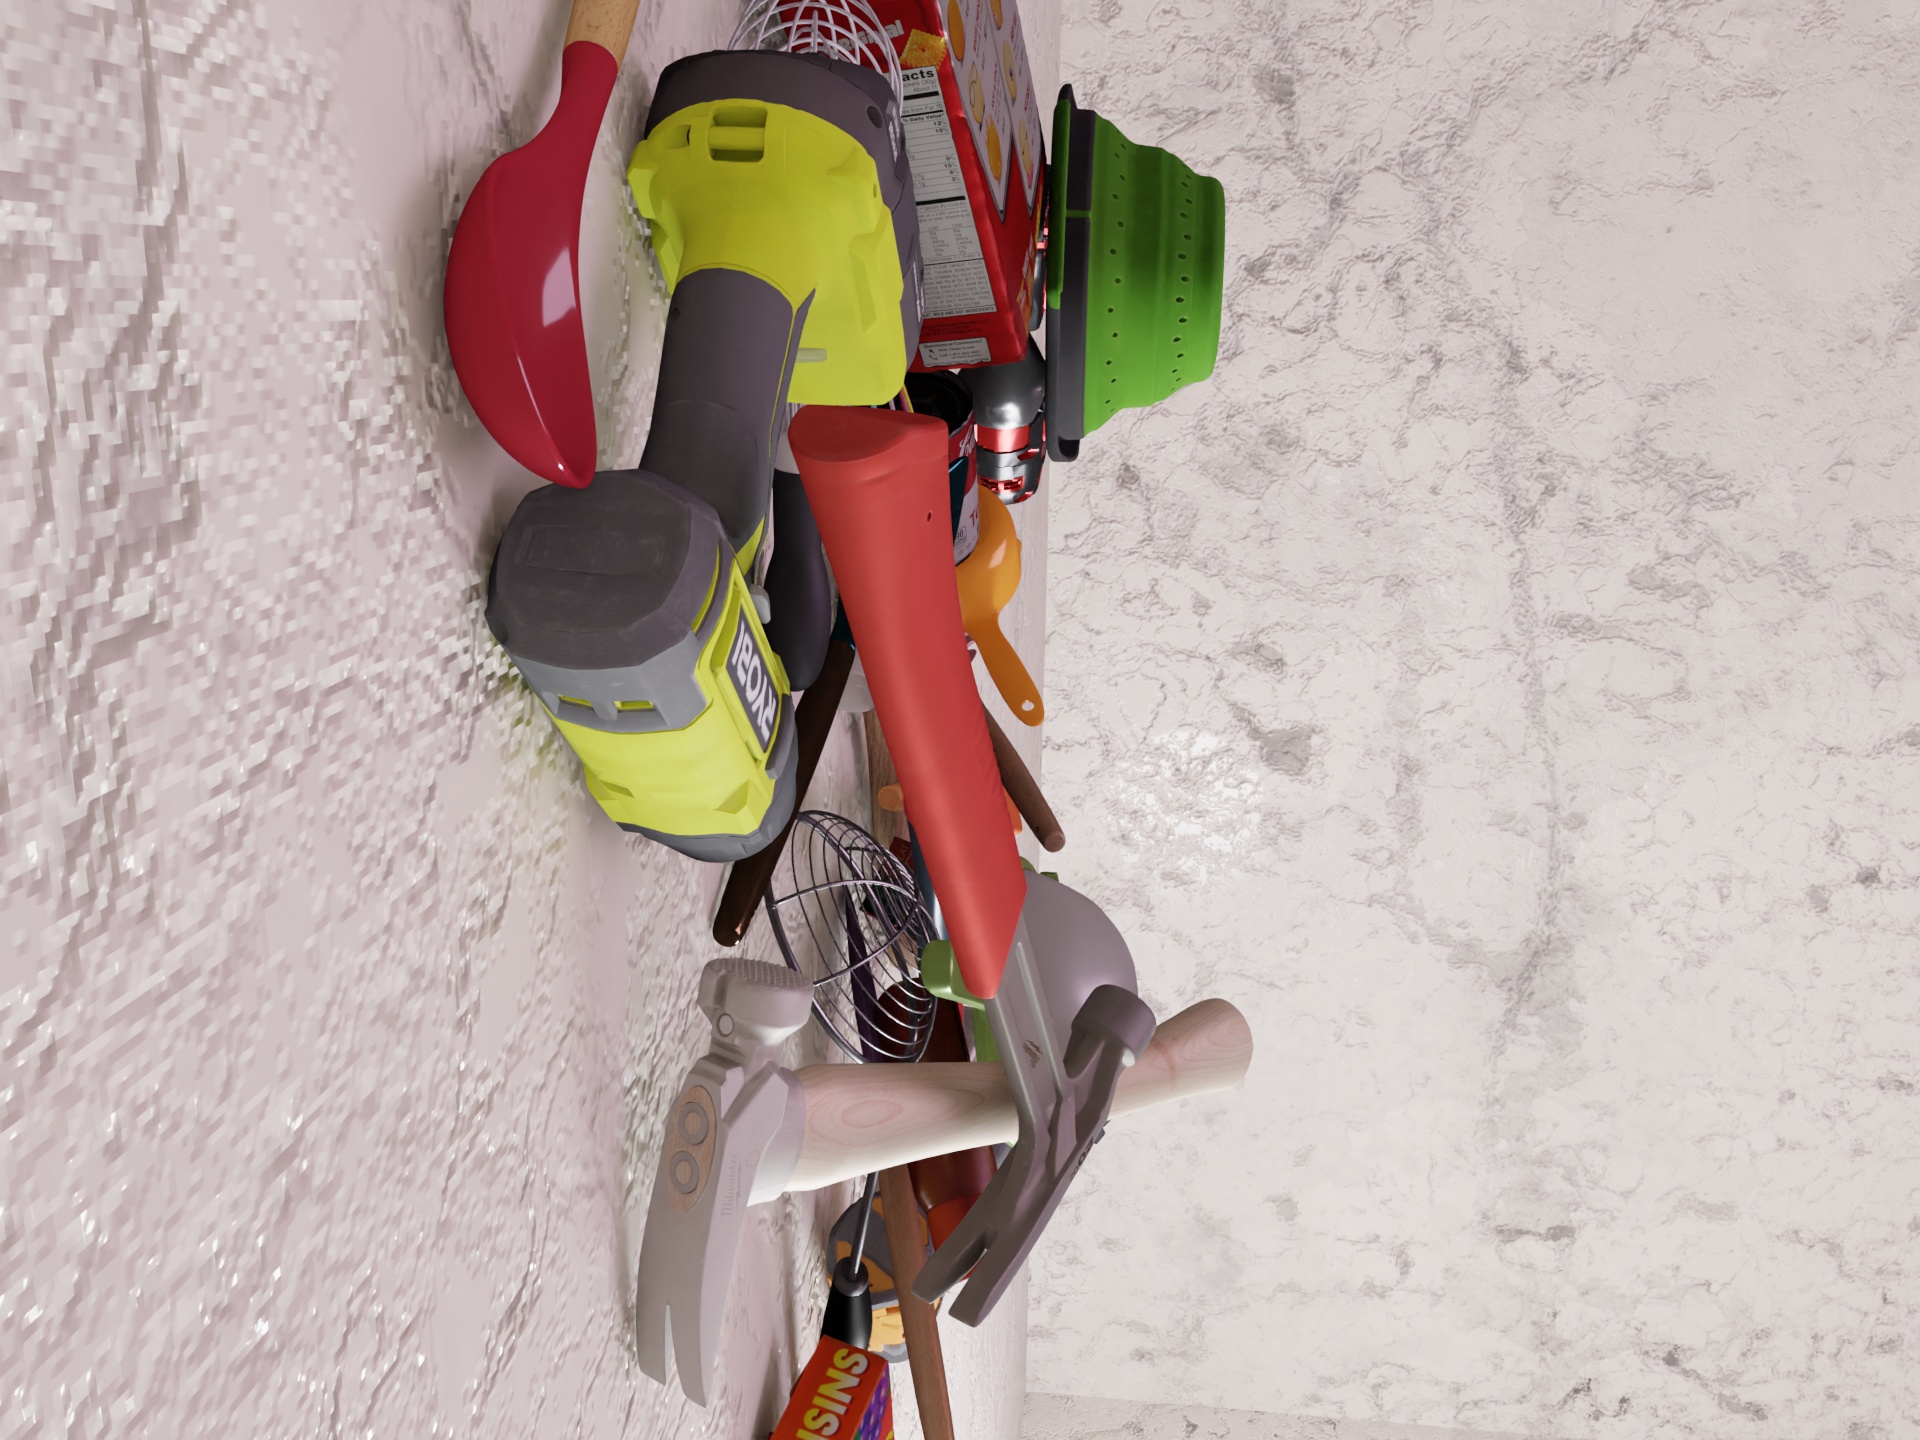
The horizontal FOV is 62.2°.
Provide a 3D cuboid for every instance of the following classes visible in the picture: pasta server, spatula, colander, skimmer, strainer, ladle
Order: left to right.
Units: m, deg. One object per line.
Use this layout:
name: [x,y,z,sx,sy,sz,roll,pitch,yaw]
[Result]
ladle: [-0.094,-0.194,0.424,0.069,0.031,0.316,77,14,-60]
skimmer: [-0.072,0.216,0.769,0.127,0.090,0.363,-81,-178,-66]
spatula: [-0.051,-0.015,0.731,0.318,0.044,0.082,-73,177,-48]
spatula: [-0.036,0.225,0.825,0.059,0.018,0.316,86,-8,-56]
spatula: [-0.007,0.041,0.962,0.322,0.041,0.081,14,57,-82]
pasta server: [0.024,0.006,1.005,0.316,0.040,0.060,-120,-147,-64]
strainer: [0.044,0.131,0.778,0.256,0.069,0.151,45,44,-70]
colander: [0.105,-0.240,0.972,0.397,0.094,0.204,47,46,-83]

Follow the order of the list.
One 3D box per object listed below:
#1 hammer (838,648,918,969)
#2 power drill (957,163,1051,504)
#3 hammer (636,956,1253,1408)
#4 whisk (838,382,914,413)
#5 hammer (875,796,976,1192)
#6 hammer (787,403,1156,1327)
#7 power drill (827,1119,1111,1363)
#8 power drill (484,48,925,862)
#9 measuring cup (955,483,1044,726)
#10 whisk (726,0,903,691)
hammer: [-0.043,0.042,0.966,0.331,0.031,0.130,86,9,-47]
power drill: [0.029,-0.268,1.062,0.143,0.078,0.220,89,2,-55]
hammer: [0.024,0.172,0.686,0.410,0.038,0.146,10,92,-55]
whisk: [-0.051,-0.194,0.777,0.051,0.047,0.244,-75,162,-58]
hammer: [-0.018,0.159,0.909,0.143,0.038,0.386,-60,163,-30]
hammer: [0.000,0.056,0.525,0.149,0.037,0.358,-51,144,-32]
power drill: [0.007,0.279,0.952,0.226,0.084,0.185,-47,156,-28]
power drill: [-0.069,-0.075,0.491,0.171,0.080,0.223,79,19,-62]
measuring cup: [0.008,-0.074,0.946,0.052,0.095,0.174,77,-12,-57]
whisk: [-0.063,-0.139,0.625,0.070,0.070,0.284,-76,172,-62]
